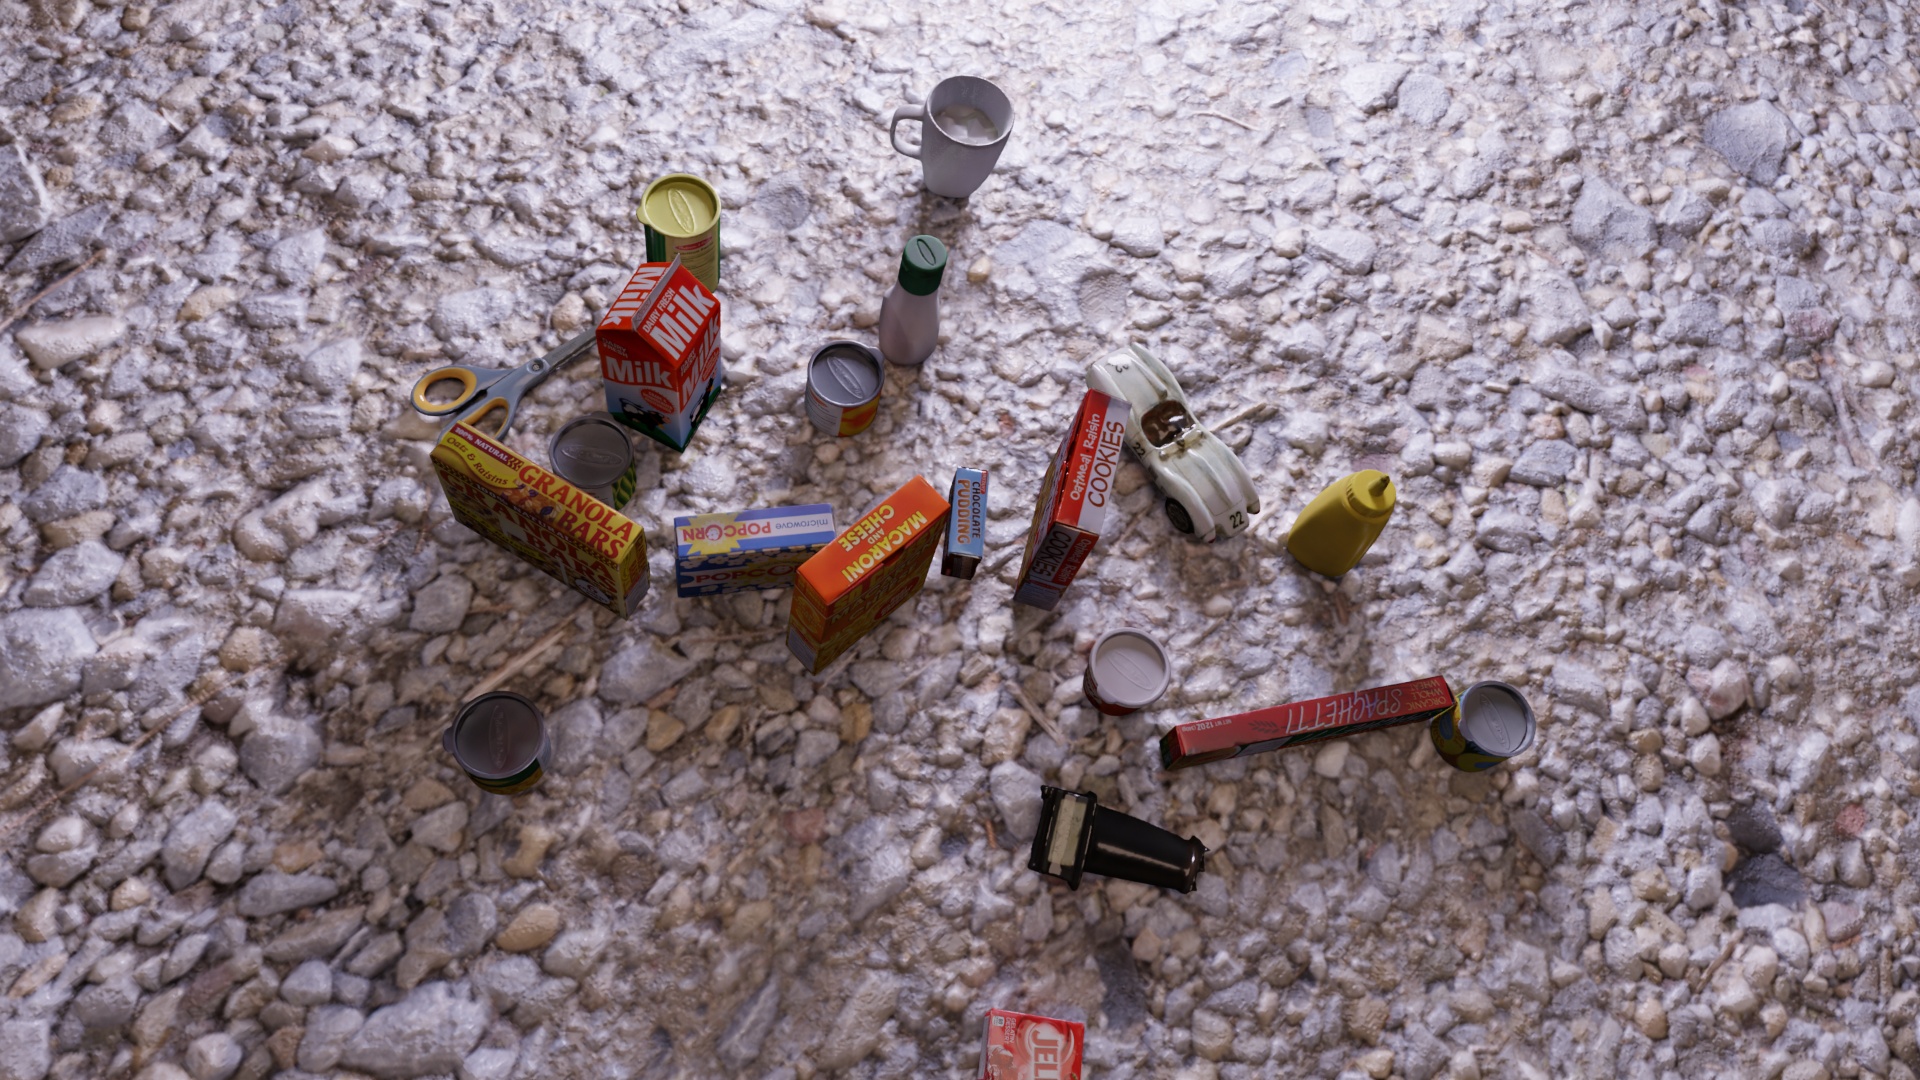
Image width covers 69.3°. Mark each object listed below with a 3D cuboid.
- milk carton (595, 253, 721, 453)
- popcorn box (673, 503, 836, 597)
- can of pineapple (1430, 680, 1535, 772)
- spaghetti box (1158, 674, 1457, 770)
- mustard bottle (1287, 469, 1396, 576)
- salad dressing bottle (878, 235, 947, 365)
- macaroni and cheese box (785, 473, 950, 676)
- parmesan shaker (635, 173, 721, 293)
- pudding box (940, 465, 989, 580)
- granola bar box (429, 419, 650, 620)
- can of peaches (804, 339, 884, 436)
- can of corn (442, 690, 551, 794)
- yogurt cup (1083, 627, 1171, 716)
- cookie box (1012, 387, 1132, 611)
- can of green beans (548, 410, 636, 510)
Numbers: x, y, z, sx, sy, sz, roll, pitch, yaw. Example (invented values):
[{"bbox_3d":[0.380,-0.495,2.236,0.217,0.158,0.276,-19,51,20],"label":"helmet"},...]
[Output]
[{"bbox_3d":[-0.240,-0.153,1.116,0.073,0.189,0.072,26,65,2],"label":"milk carton"},{"bbox_3d":[-0.166,0.009,1.117,0.127,0.085,0.038,-6,68,-13],"label":"popcorn box"},{"bbox_3d":[0.440,0.158,1.176,0.071,0.057,0.071,4,66,-9],"label":"can of pineapple"},{"bbox_3d":[0.289,0.151,1.156,0.250,0.050,0.029,-8,69,-14],"label":"spaghetti box"},{"bbox_3d":[0.332,-0.022,1.179,0.065,0.159,0.049,36,66,6],"label":"mustard bottle"},{"bbox_3d":[-0.040,-0.206,1.199,0.044,0.147,0.064,-23,73,-18],"label":"salad dressing bottle"},{"bbox_3d":[-0.074,0.030,1.079,0.124,0.165,0.040,-39,79,-22],"label":"macaroni and cheese box"},{"bbox_3d":[-0.245,-0.261,1.211,0.071,0.102,0.071,4,66,-9],"label":"parmesan shaker"},{"bbox_3d":[0.004,-0.015,1.177,0.030,0.049,0.084,9,66,-6],"label":"pudding box"},{"bbox_3d":[-0.321,-0.014,1.077,0.165,0.123,0.039,30,65,3],"label":"granola bar box"},{"bbox_3d":[-0.100,-0.132,1.205,0.071,0.057,0.071,4,66,-9],"label":"can of peaches"},{"bbox_3d":[-0.344,0.152,1.036,0.071,0.058,0.071,4,66,-9],"label":"can of corn"},{"bbox_3d":[0.133,0.111,1.143,0.072,0.053,0.072,4,66,-9],"label":"yogurt cup"},{"bbox_3d":[0.088,-0.030,1.134,0.040,0.166,0.123,17,65,-3],"label":"cookie box"},{"bbox_3d":[-0.300,-0.060,1.138,0.071,0.057,0.071,4,66,-9],"label":"can of green beans"}]
